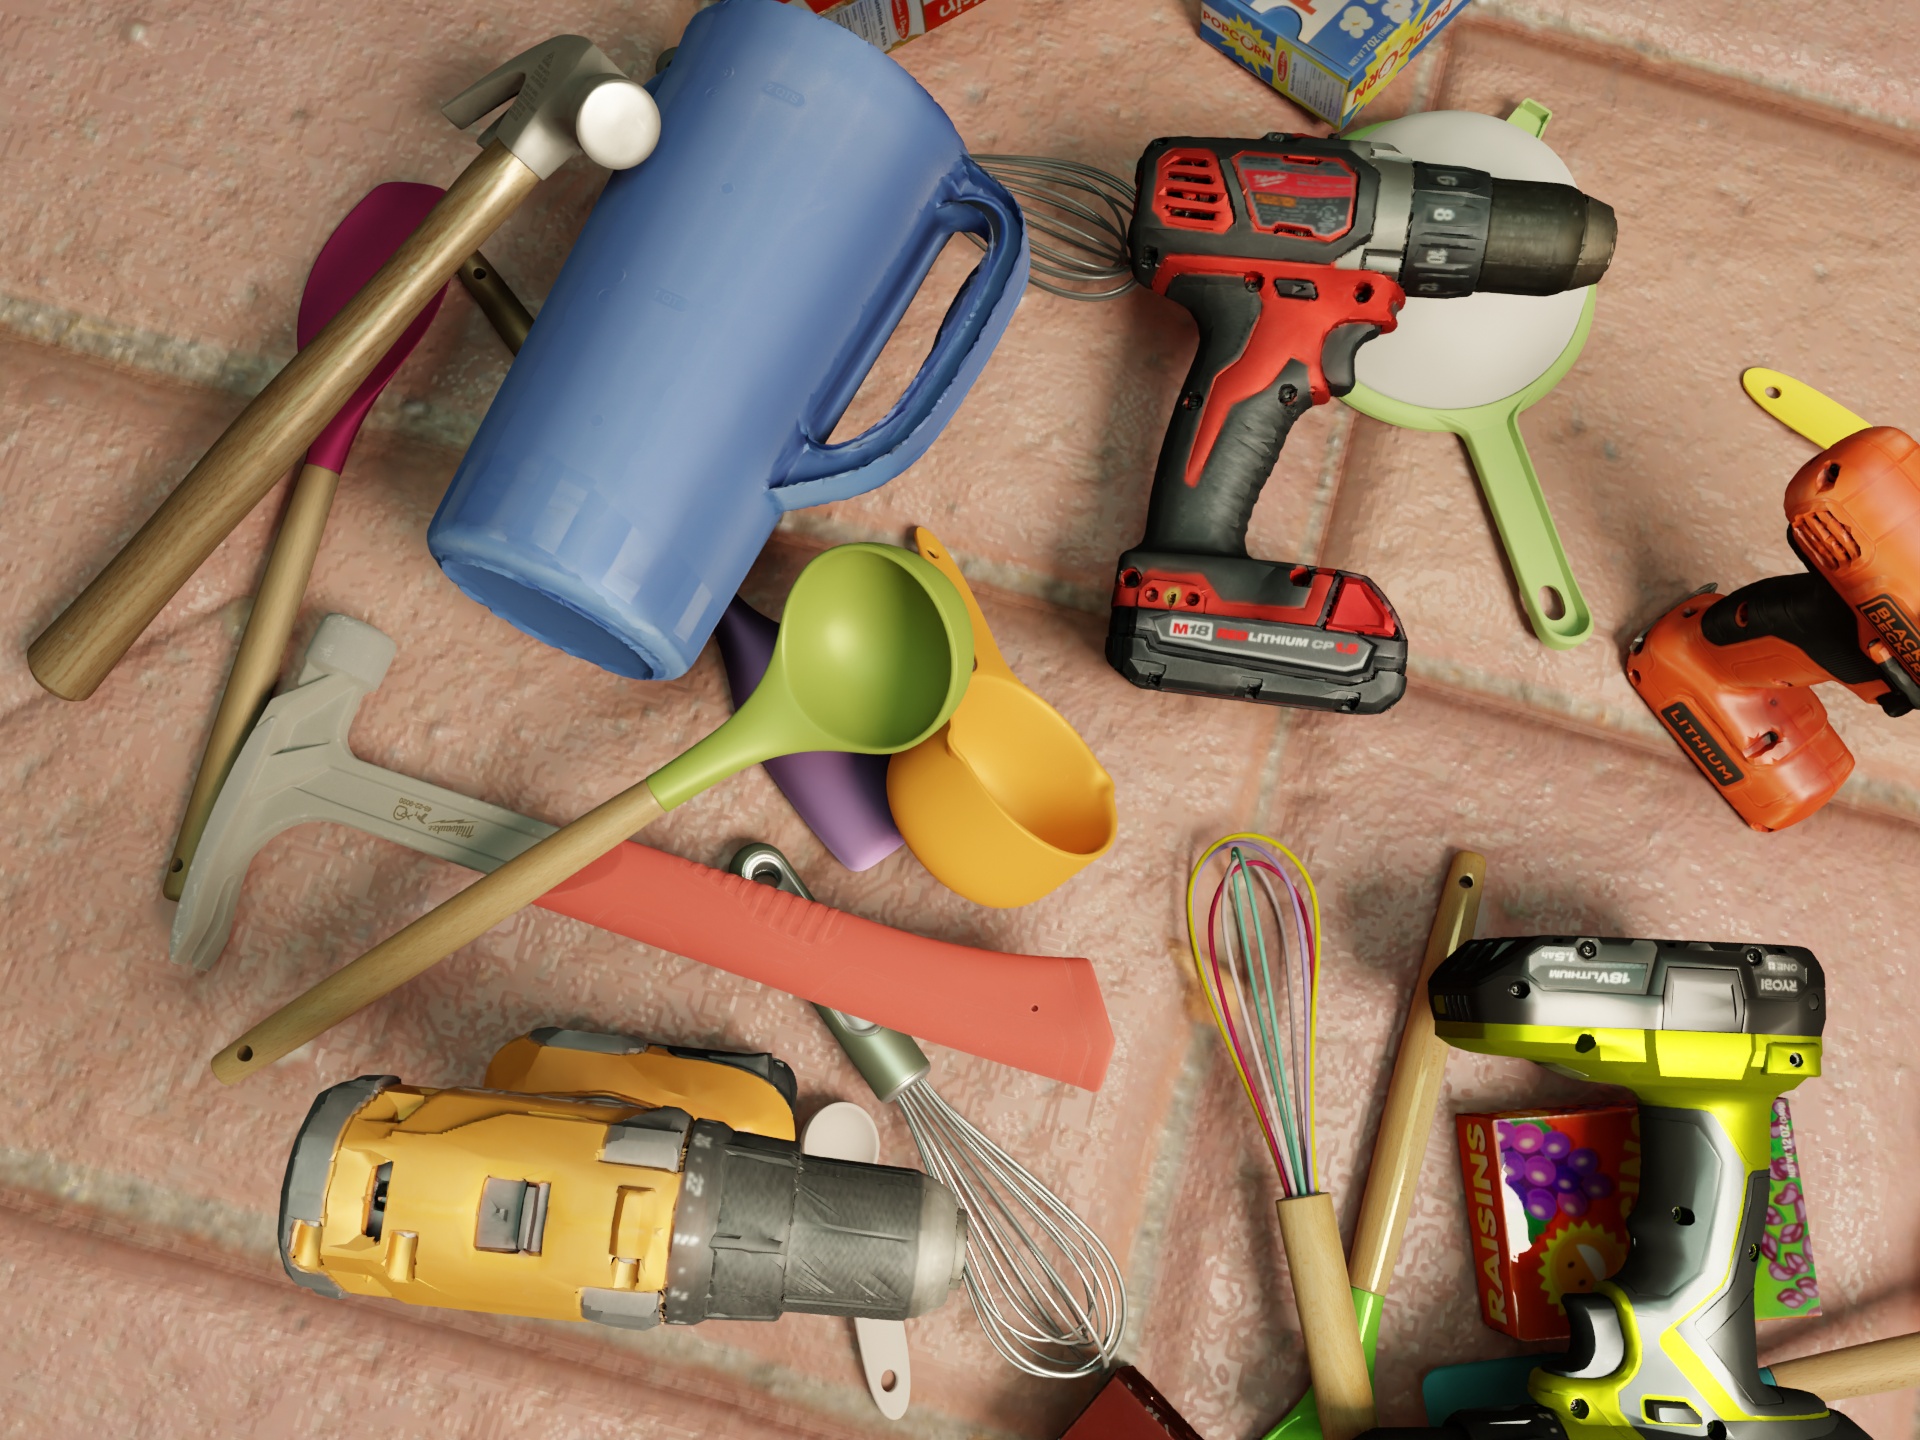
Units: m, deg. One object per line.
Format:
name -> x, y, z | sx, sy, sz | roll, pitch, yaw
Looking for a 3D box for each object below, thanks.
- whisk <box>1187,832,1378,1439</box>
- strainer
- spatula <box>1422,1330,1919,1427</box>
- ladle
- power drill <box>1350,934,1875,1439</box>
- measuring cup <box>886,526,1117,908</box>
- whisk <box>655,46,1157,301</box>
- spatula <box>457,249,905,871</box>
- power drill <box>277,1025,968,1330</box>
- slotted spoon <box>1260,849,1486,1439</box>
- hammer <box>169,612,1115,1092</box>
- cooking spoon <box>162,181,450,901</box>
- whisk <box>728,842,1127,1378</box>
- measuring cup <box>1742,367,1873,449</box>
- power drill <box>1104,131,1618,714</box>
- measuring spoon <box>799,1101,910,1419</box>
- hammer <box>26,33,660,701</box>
whisk -> 0.132, 0.162, 0.619 | 0.047, 0.051, 0.245 | -6, 74, -10
strainer -> 0.228, -0.157, 0.681 | 0.151, 0.069, 0.256 | -15, 80, -6
spatula -> 0.341, 0.254, 0.607 | 0.317, 0.044, 0.082 | -17, 77, 9
ladle -> -0.135, 0.040, 0.574 | 0.320, 0.062, 0.078 | -33, 83, -3
power drill -> 0.229, 0.195, 0.575 | 0.190, 0.080, 0.228 | 3, 80, -3
measuring cup -> -0.001, -0.002, 0.648 | 0.052, 0.095, 0.174 | -44, 52, 29
whisk -> -0.025, -0.245, 0.694 | 0.239, 0.055, 0.055 | 24, 79, 5
spatula -> -0.117, -0.075, 0.671 | 0.060, 0.018, 0.316 | -36, 85, -14
power drill -> -0.096, 0.152, 0.525 | 0.185, 0.226, 0.084 | 7, 80, -3
slotted spoon -> 0.170, 0.202, 0.635 | 0.070, 0.031, 0.314 | 14, 77, 14
hammer -> -0.117, 0.078, 0.609 | 0.359, 0.036, 0.149 | 18, 76, 8
cooking spoon -> -0.274, -0.080, 0.661 | 0.069, 0.017, 0.319 | 11, 79, 15
whisk -> -0.017, 0.149, 0.624 | 0.058, 0.059, 0.246 | -33, 79, -20
measuring cup -> 0.415, -0.106, 0.712 | 0.157, 0.029, 0.062 | 41, 80, 16
power drill -> 0.152, -0.117, 0.633 | 0.188, 0.080, 0.227 | 7, 90, 7
measuring spoon -> -0.041, 0.212, 0.627 | 0.034, 0.018, 0.124 | -10, 86, -37
hammer -> -0.251, -0.137, 0.626 | 0.331, 0.031, 0.130 | -46, 41, 5
